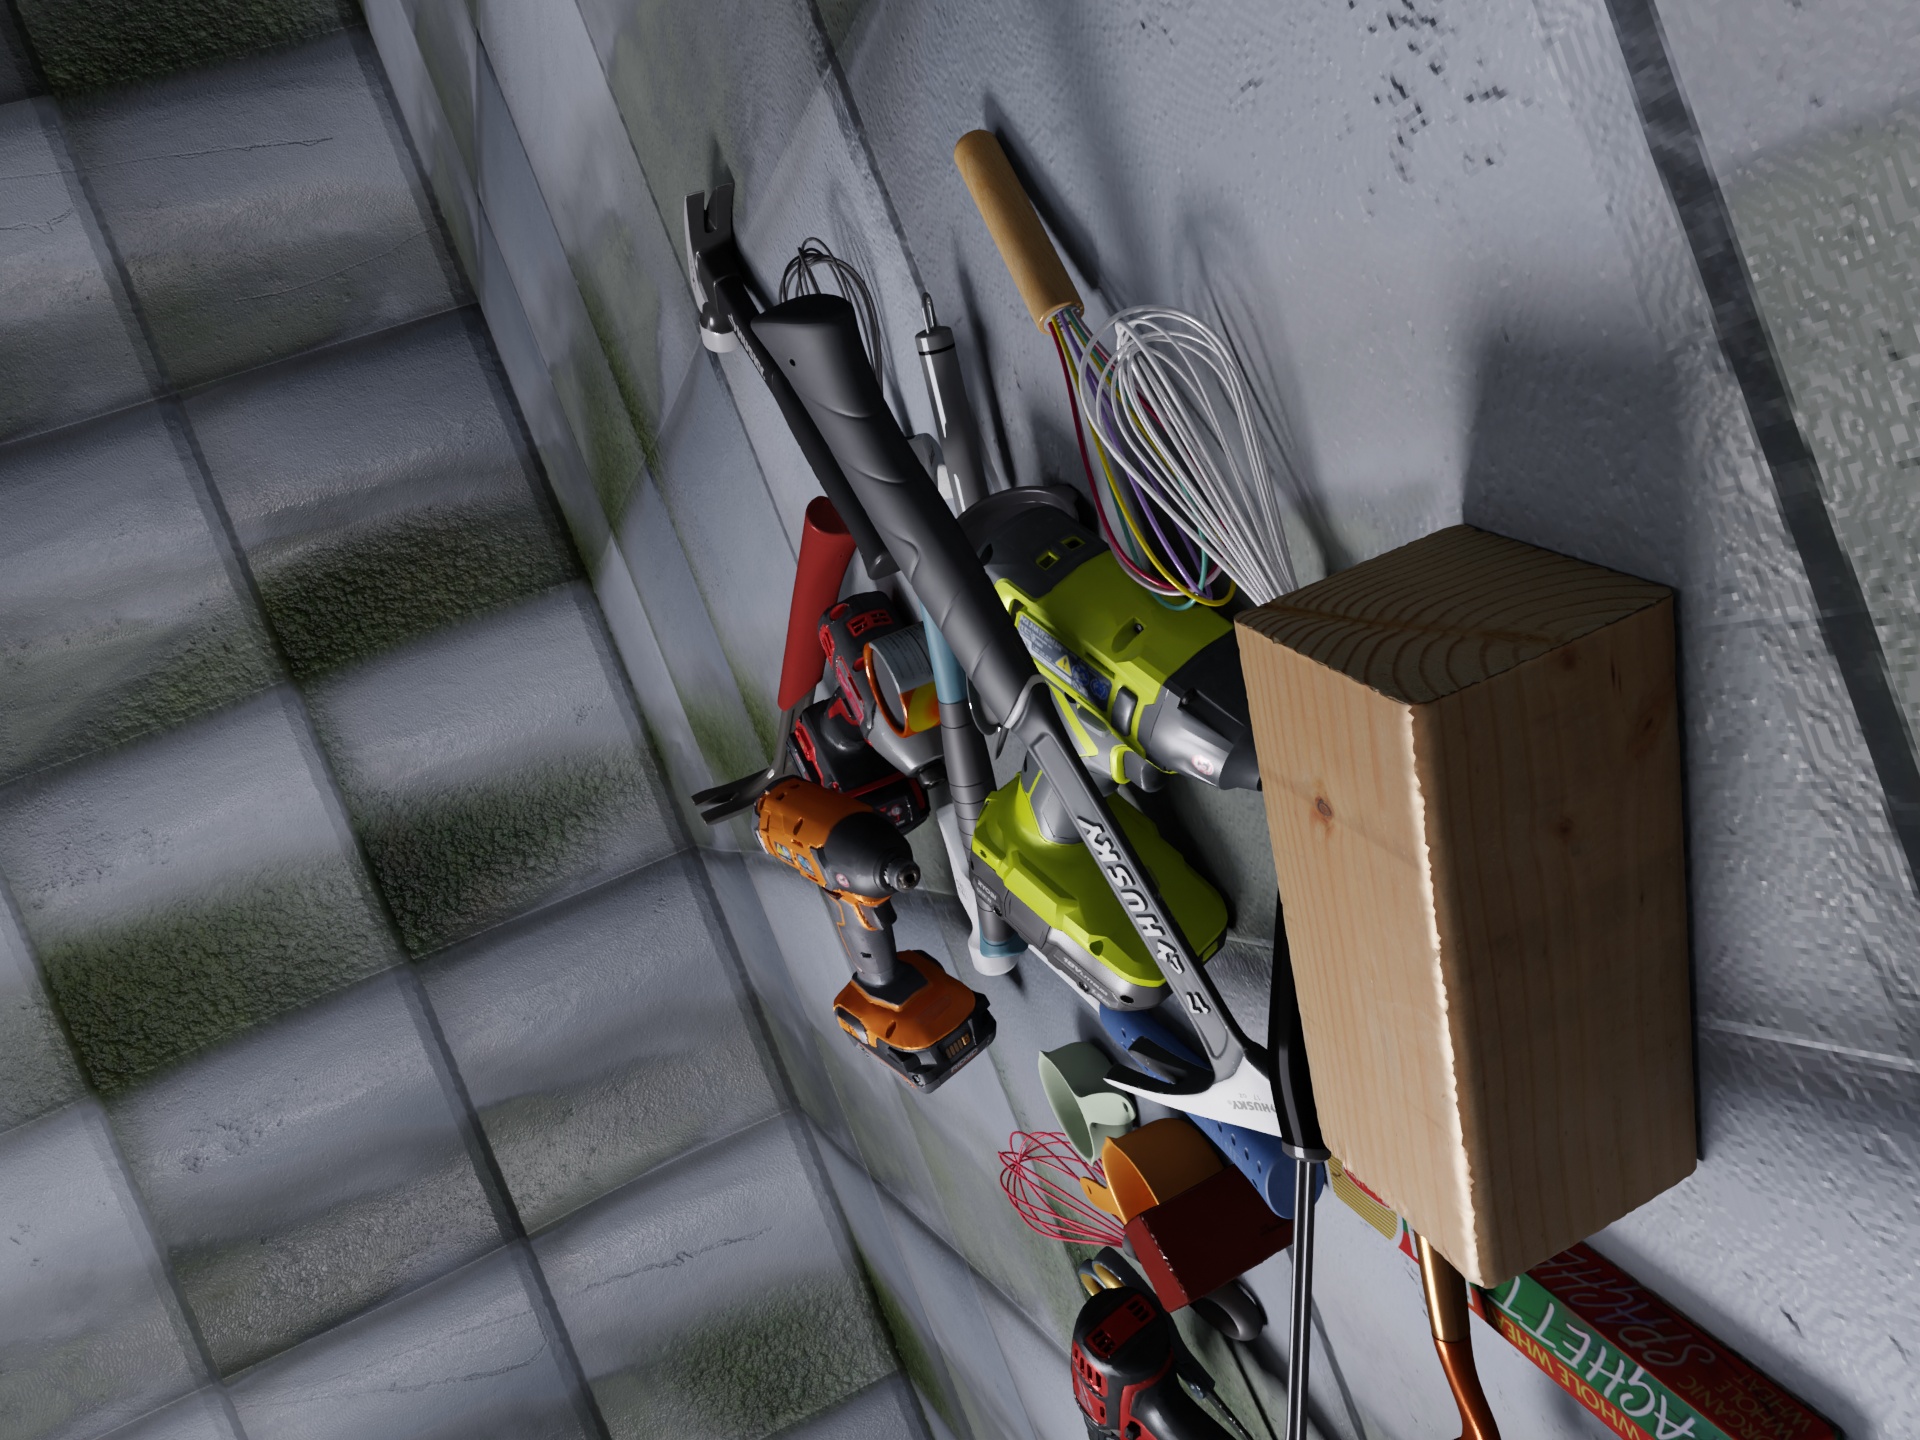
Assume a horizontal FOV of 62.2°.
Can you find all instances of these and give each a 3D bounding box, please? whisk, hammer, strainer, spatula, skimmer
[{"bbox_3d":[0.110,0.347,1.084,0.296,0.073,0.073,14,125,62],"label":"whisk"},{"bbox_3d":[-0.128,-0.040,1.216,0.037,0.149,0.358,56,154,22],"label":"hammer"},{"bbox_3d":[0.012,-0.094,0.829,0.087,0.050,0.258,-54,-45,-56],"label":"strainer"},{"bbox_3d":[-0.048,-0.167,0.940,0.055,0.055,0.238,24,138,67],"label":"whisk"},{"bbox_3d":[0.117,-0.043,0.580,0.246,0.059,0.058,62,175,4],"label":"whisk"},{"bbox_3d":[0.034,0.009,0.657,0.149,0.036,0.408,-13,112,53],"label":"hammer"},{"bbox_3d":[0.084,0.166,0.962,0.406,0.035,0.144,35,144,61],"label":"hammer"},{"bbox_3d":[0.179,0.218,0.616,0.081,0.041,0.322,-144,41,-75],"label":"spatula"},{"bbox_3d":[-0.113,-0.220,1.069,0.335,0.035,0.146,59,162,31],"label":"hammer"},{"bbox_3d":[0.053,-0.149,0.660,0.051,0.047,0.245,109,141,-64],"label":"whisk"},{"bbox_3d":[0.155,0.223,0.602,0.127,0.090,0.363,171,101,-74],"label":"skimmer"},{"bbox_3d":[-0.001,-0.003,0.900,0.128,0.033,0.330,-82,-18,-63],"label":"hammer"}]

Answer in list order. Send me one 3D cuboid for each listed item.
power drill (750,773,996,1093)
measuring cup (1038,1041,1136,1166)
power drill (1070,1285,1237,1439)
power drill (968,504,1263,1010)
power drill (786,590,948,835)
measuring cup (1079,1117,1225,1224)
[{"bbox_3d":[-0.055,0.153,1.135,0.164,0.084,0.226,19,137,52],"label":"power drill"},{"bbox_3d":[0.095,0.240,1.016,0.083,0.038,0.167,66,163,7],"label":"measuring cup"},{"bbox_3d":[0.153,0.472,0.980,0.227,0.080,0.187,40,150,35],"label":"power drill"},{"bbox_3d":[0.075,0.030,0.726,0.171,0.080,0.223,40,149,26],"label":"power drill"},{"bbox_3d":[-0.061,0.013,1.157,0.143,0.078,0.219,62,160,16],"label":"power drill"},{"bbox_3d":[0.119,0.288,0.984,0.095,0.052,0.173,66,165,5],"label":"measuring cup"}]
